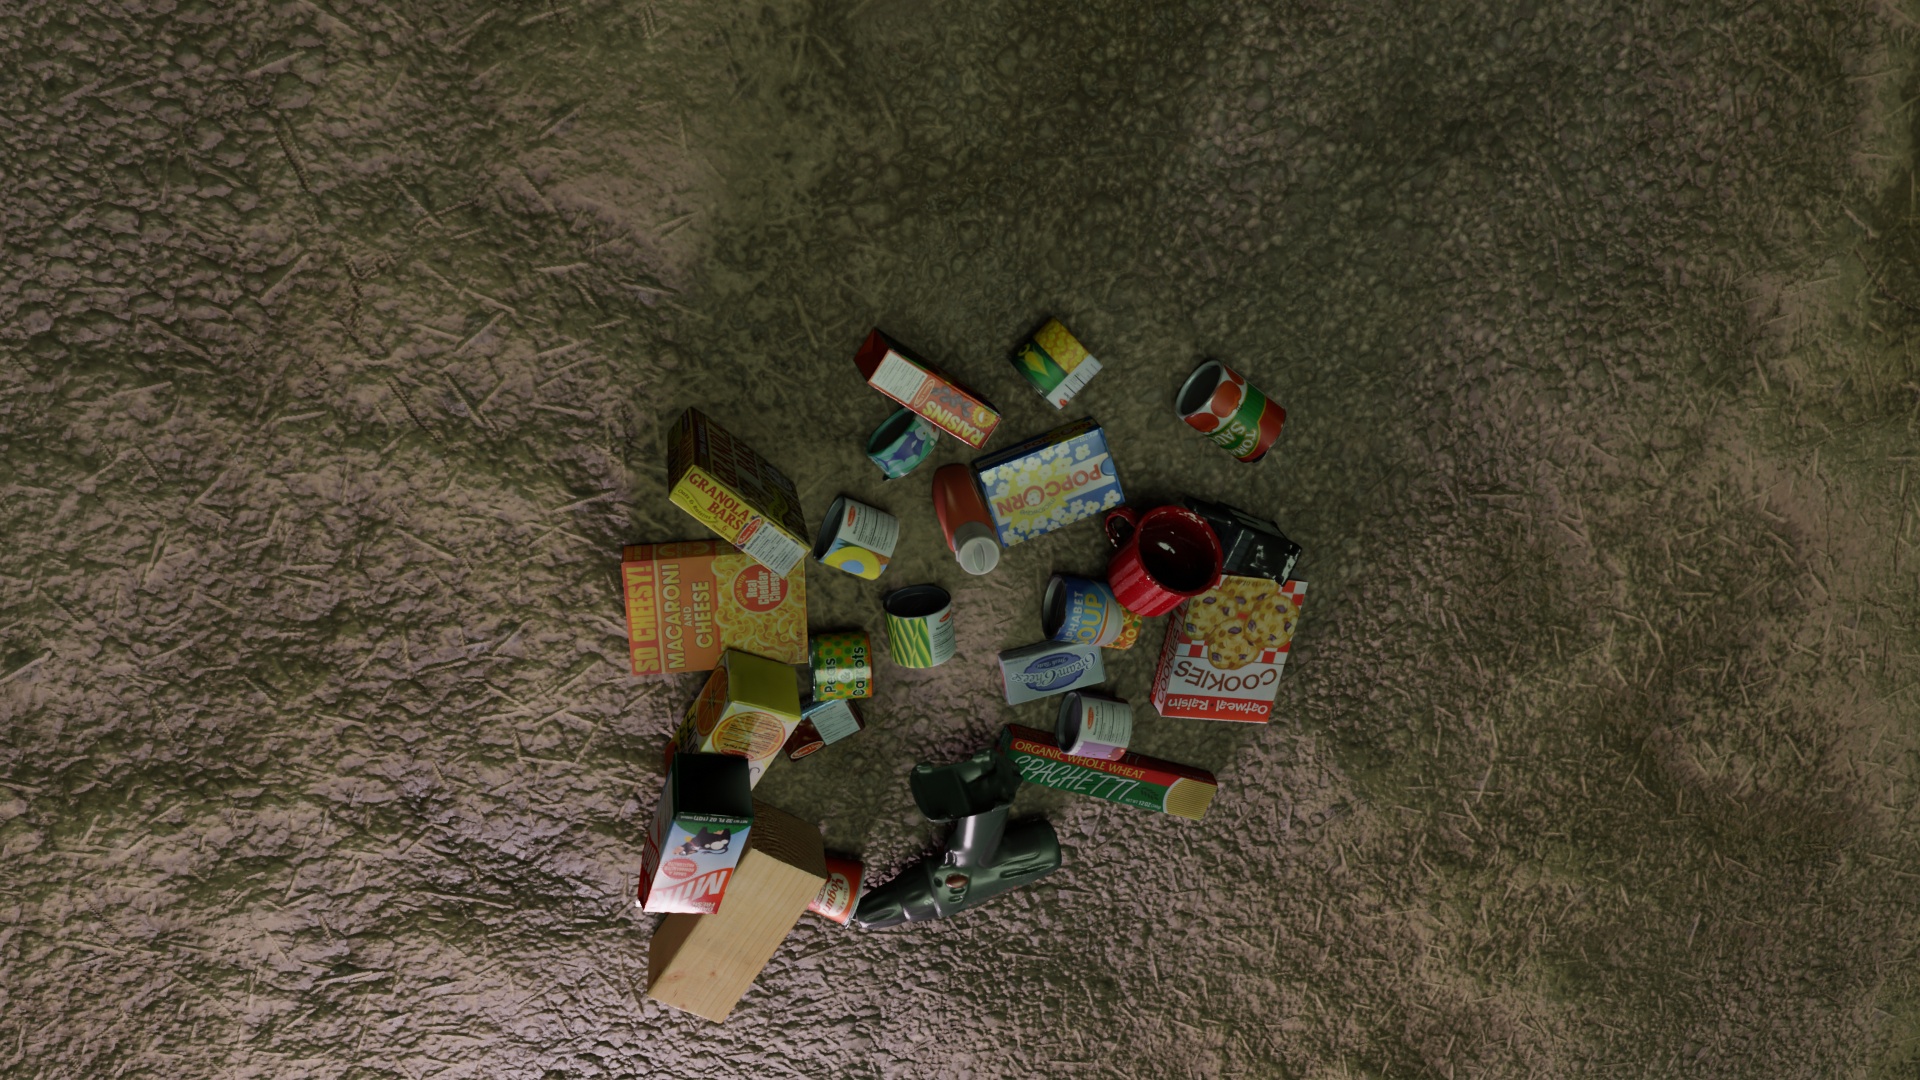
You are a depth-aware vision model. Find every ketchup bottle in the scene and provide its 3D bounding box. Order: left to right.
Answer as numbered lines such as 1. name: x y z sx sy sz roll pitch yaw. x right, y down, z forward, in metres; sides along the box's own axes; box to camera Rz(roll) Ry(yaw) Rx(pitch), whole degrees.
1. ketchup bottle: 0.005 -0.016 1.271 0.043 0.149 0.064 -10 115 -5

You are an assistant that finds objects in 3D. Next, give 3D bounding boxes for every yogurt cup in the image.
1. yogurt cup: -0.136 0.364 1.461 0.054 0.072 0.072 19 109 -10

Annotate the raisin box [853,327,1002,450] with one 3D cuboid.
1. raisin box: -0.030 -0.137 1.246 0.123 0.086 0.040 30 101 -21

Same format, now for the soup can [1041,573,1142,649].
1. soup can: 0.131 0.072 1.378 0.084 0.071 0.071 9 112 -15

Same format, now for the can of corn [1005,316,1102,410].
1. can of corn: 0.086 -0.164 1.269 0.058 0.071 0.071 -44 114 9

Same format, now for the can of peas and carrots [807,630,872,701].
1. can of peas and carrots: -0.117 0.123 1.353 0.059 0.071 0.070 -3 114 -10

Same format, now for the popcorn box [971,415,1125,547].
1. popcorn box: 0.084 -0.056 1.331 0.127 0.038 0.085 -21 115 -1

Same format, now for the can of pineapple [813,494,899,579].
1. can of pineapple: -0.098 -0.002 1.305 0.058 0.071 0.070 21 108 -19

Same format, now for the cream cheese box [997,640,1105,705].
1. cream cheese box: 0.094 0.130 1.423 0.104 0.024 0.053 -14 116 -5

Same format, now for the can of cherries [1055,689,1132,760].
1. can of cherries: 0.138 0.192 1.439 0.058 0.072 0.071 10 112 -16

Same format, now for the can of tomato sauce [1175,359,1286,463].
1. can of tomato sauce: 0.255 -0.121 1.318 0.083 0.071 0.071 32 105 -21

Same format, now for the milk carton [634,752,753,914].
1. milk carton: -0.255 0.291 1.314 0.072 0.074 0.189 9 128 -21

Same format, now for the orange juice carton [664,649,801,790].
1. orange juice carton: -0.231 0.202 1.343 0.073 0.072 0.191 19 122 -27

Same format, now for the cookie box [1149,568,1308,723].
1. cookie box: 0.276 0.106 1.440 0.123 0.040 0.166 6 111 -13

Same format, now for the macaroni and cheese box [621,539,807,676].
1. macaroni and cheese box: -0.231 0.061 1.320 0.167 0.040 0.123 -4 115 -10

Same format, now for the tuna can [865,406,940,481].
1. tuna can: -0.055 -0.089 1.273 0.071 0.071 0.032 -41 114 8

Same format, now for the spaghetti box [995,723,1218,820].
1. spaghetti box: 0.155 0.249 1.485 0.250 0.029 0.050 16 110 -17

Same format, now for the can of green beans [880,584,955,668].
1. can of green beans: -0.039 0.084 1.353 0.071 0.071 0.057 -9 116 -7

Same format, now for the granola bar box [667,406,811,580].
1. granola bar box: -0.195 -0.045 1.211 0.124 0.166 0.039 38 100 -23

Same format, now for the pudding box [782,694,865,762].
1. pudding box: -0.144 0.181 1.396 0.084 0.030 0.049 -26 117 1
